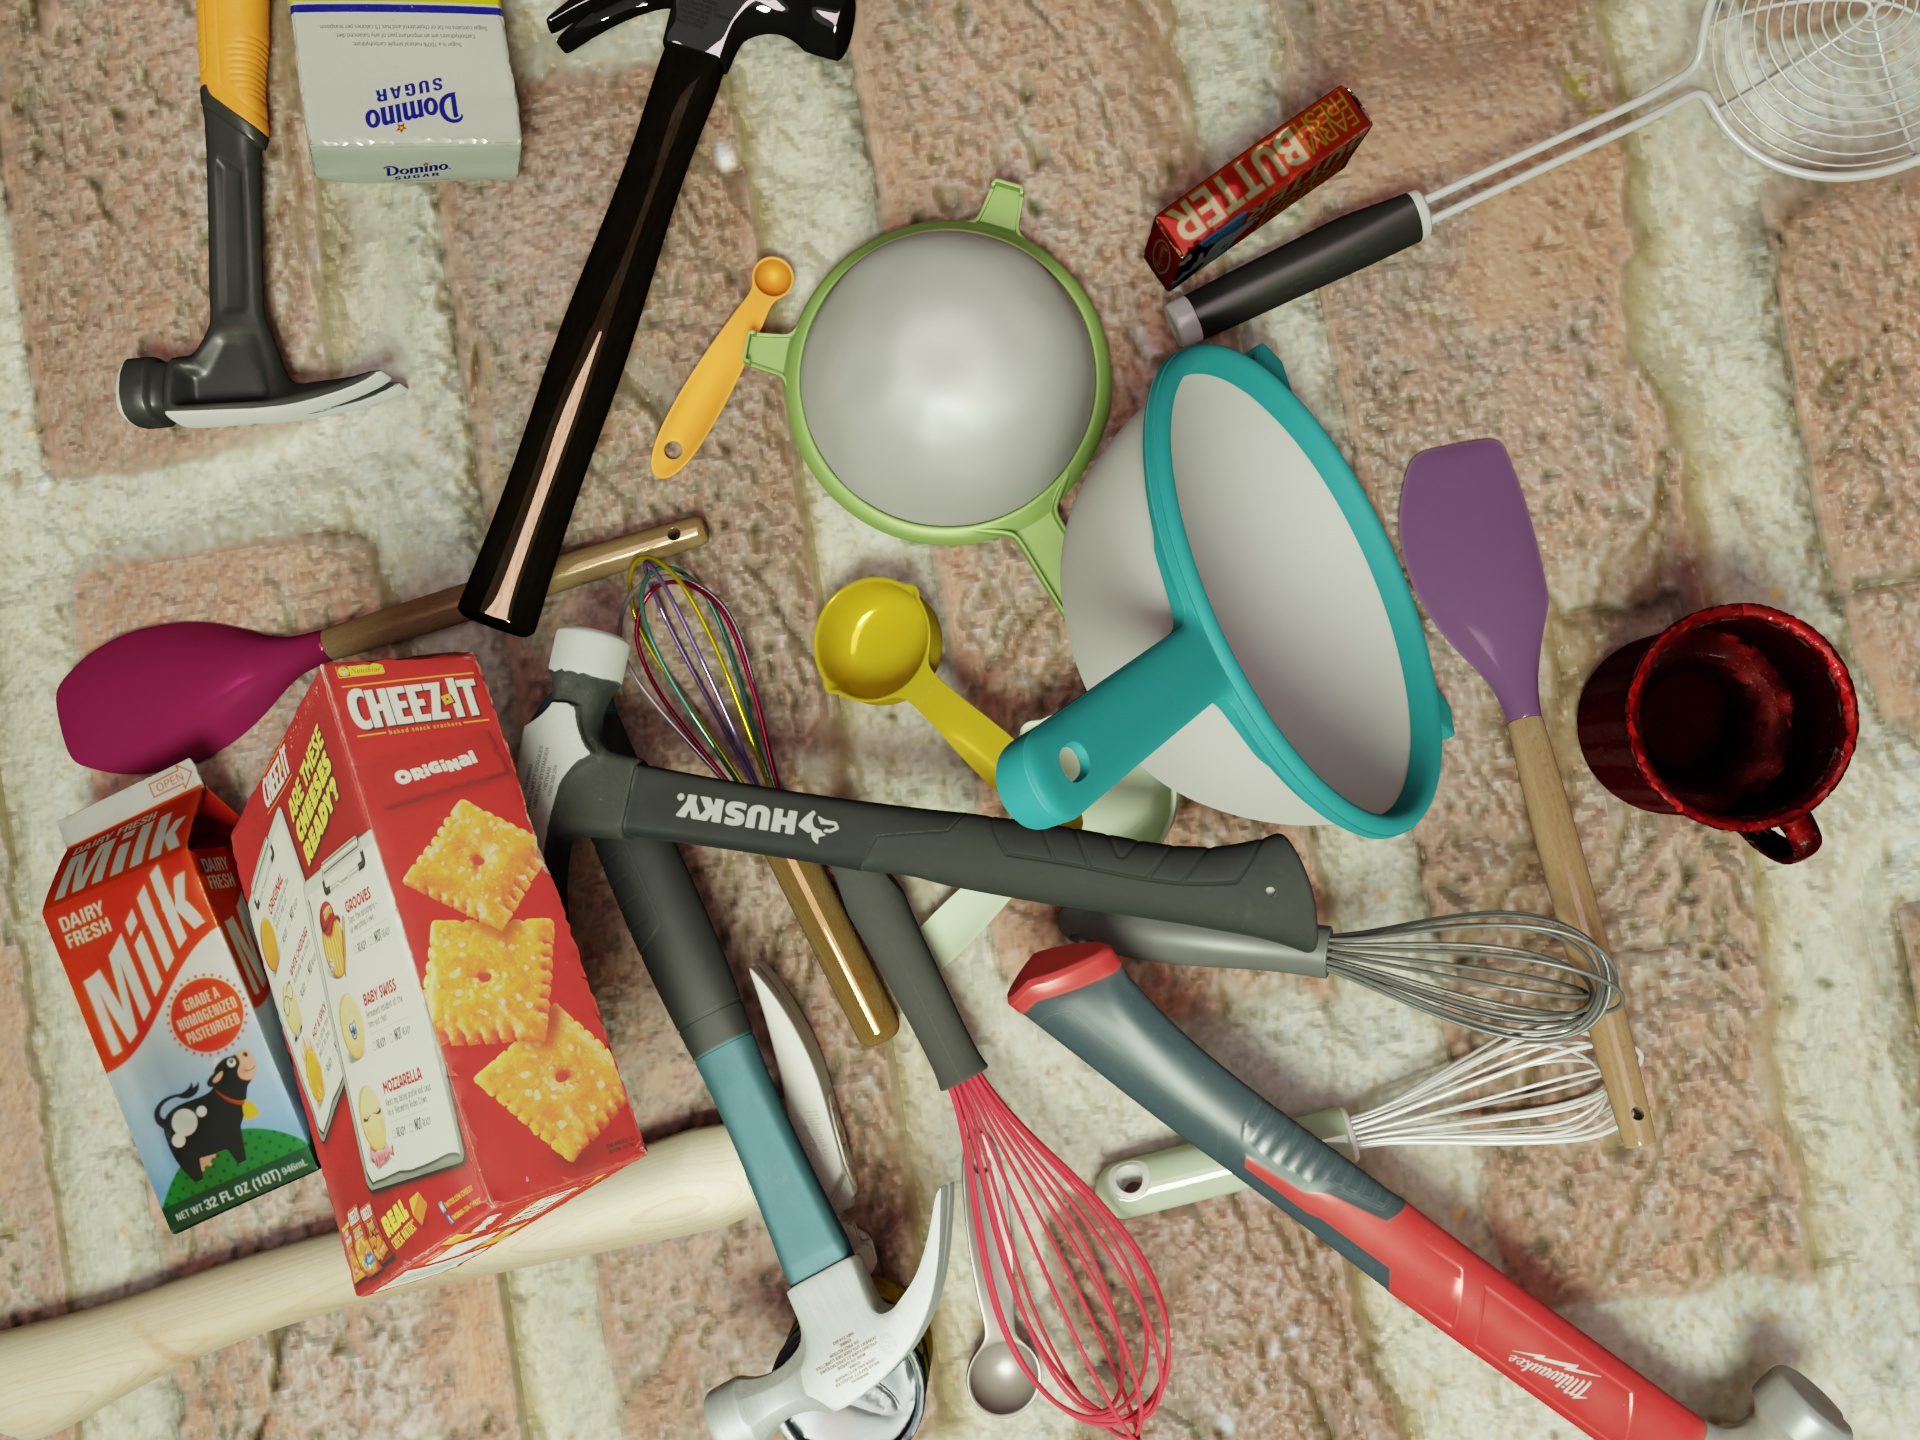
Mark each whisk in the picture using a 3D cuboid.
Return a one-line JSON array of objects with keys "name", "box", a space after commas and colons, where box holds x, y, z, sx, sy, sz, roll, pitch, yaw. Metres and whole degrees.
[{"name": "whisk", "box": [0.179, 0.181, 0.701, 0.246, 0.059, 0.058, -16, 51, 5]}, {"name": "whisk", "box": [0.155, 0.099, 0.679, 0.239, 0.055, 0.055, 5, 88, 20]}, {"name": "whisk", "box": [-0.090, 0.036, 0.722, 0.047, 0.051, 0.245, -26, 91, 22]}, {"name": "whisk", "box": [0.011, 0.173, 0.692, 0.073, 0.073, 0.296, -27, 83, 1]}]

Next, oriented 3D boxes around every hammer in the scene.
[{"name": "hammer", "box": [0.173, 0.231, 0.671, 0.386, 0.038, 0.143, 36, 105, -1]}, {"name": "hammer", "box": [-0.160, -0.199, 0.725, 0.130, 0.031, 0.331, 18, 84, 4]}, {"name": "hammer", "box": [-0.022, 0.055, 0.650, 0.335, 0.035, 0.146, 8, 80, 8]}, {"name": "hammer", "box": [-0.108, 0.128, 0.682, 0.128, 0.033, 0.331, -28, 75, 2]}, {"name": "hammer", "box": [-0.333, -0.306, 0.744, 0.127, 0.034, 0.337, -4, 87, 3]}, {"name": "hammer", "box": [-0.252, 0.232, 0.718, 0.410, 0.038, 0.146, -16, 86, 2]}]

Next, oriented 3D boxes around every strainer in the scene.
[{"name": "strainer", "box": [0.021, -0.111, 0.704, 0.151, 0.069, 0.256, -31, 87, 0]}, {"name": "strainer", "box": [0.076, -0.020, 0.606, 0.095, 0.340, 0.211, -24, 95, 36]}]

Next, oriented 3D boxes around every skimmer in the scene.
[{"name": "skimmer", "box": [0.266, -0.241, 0.690, 0.363, 0.090, 0.127, -24, 118, 3]}]

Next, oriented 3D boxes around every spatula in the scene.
[{"name": "spatula", "box": [0.250, 0.025, 0.691, 0.060, 0.018, 0.316, -12, 75, 3]}]

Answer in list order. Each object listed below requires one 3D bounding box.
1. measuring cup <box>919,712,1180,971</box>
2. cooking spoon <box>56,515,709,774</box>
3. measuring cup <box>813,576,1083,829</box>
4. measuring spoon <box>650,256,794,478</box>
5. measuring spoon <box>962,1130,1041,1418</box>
[{"name": "measuring cup", "box": [0.031, 0.061, 0.720, 0.083, 0.038, 0.167, 46, 107, 7]}, {"name": "cooking spoon", "box": [-0.270, -0.043, 0.739, 0.319, 0.017, 0.069, -17, 85, 2]}, {"name": "measuring cup", "box": [-0.001, -0.002, 0.704, 0.157, 0.029, 0.062, 43, 98, 18]}, {"name": "measuring spoon", "box": [-0.112, -0.164, 0.743, 0.021, 0.011, 0.117, 30, 92, -8]}, {"name": "measuring spoon", "box": [0.013, 0.249, 0.720, 0.034, 0.018, 0.124, -4, 81, -14]}]
